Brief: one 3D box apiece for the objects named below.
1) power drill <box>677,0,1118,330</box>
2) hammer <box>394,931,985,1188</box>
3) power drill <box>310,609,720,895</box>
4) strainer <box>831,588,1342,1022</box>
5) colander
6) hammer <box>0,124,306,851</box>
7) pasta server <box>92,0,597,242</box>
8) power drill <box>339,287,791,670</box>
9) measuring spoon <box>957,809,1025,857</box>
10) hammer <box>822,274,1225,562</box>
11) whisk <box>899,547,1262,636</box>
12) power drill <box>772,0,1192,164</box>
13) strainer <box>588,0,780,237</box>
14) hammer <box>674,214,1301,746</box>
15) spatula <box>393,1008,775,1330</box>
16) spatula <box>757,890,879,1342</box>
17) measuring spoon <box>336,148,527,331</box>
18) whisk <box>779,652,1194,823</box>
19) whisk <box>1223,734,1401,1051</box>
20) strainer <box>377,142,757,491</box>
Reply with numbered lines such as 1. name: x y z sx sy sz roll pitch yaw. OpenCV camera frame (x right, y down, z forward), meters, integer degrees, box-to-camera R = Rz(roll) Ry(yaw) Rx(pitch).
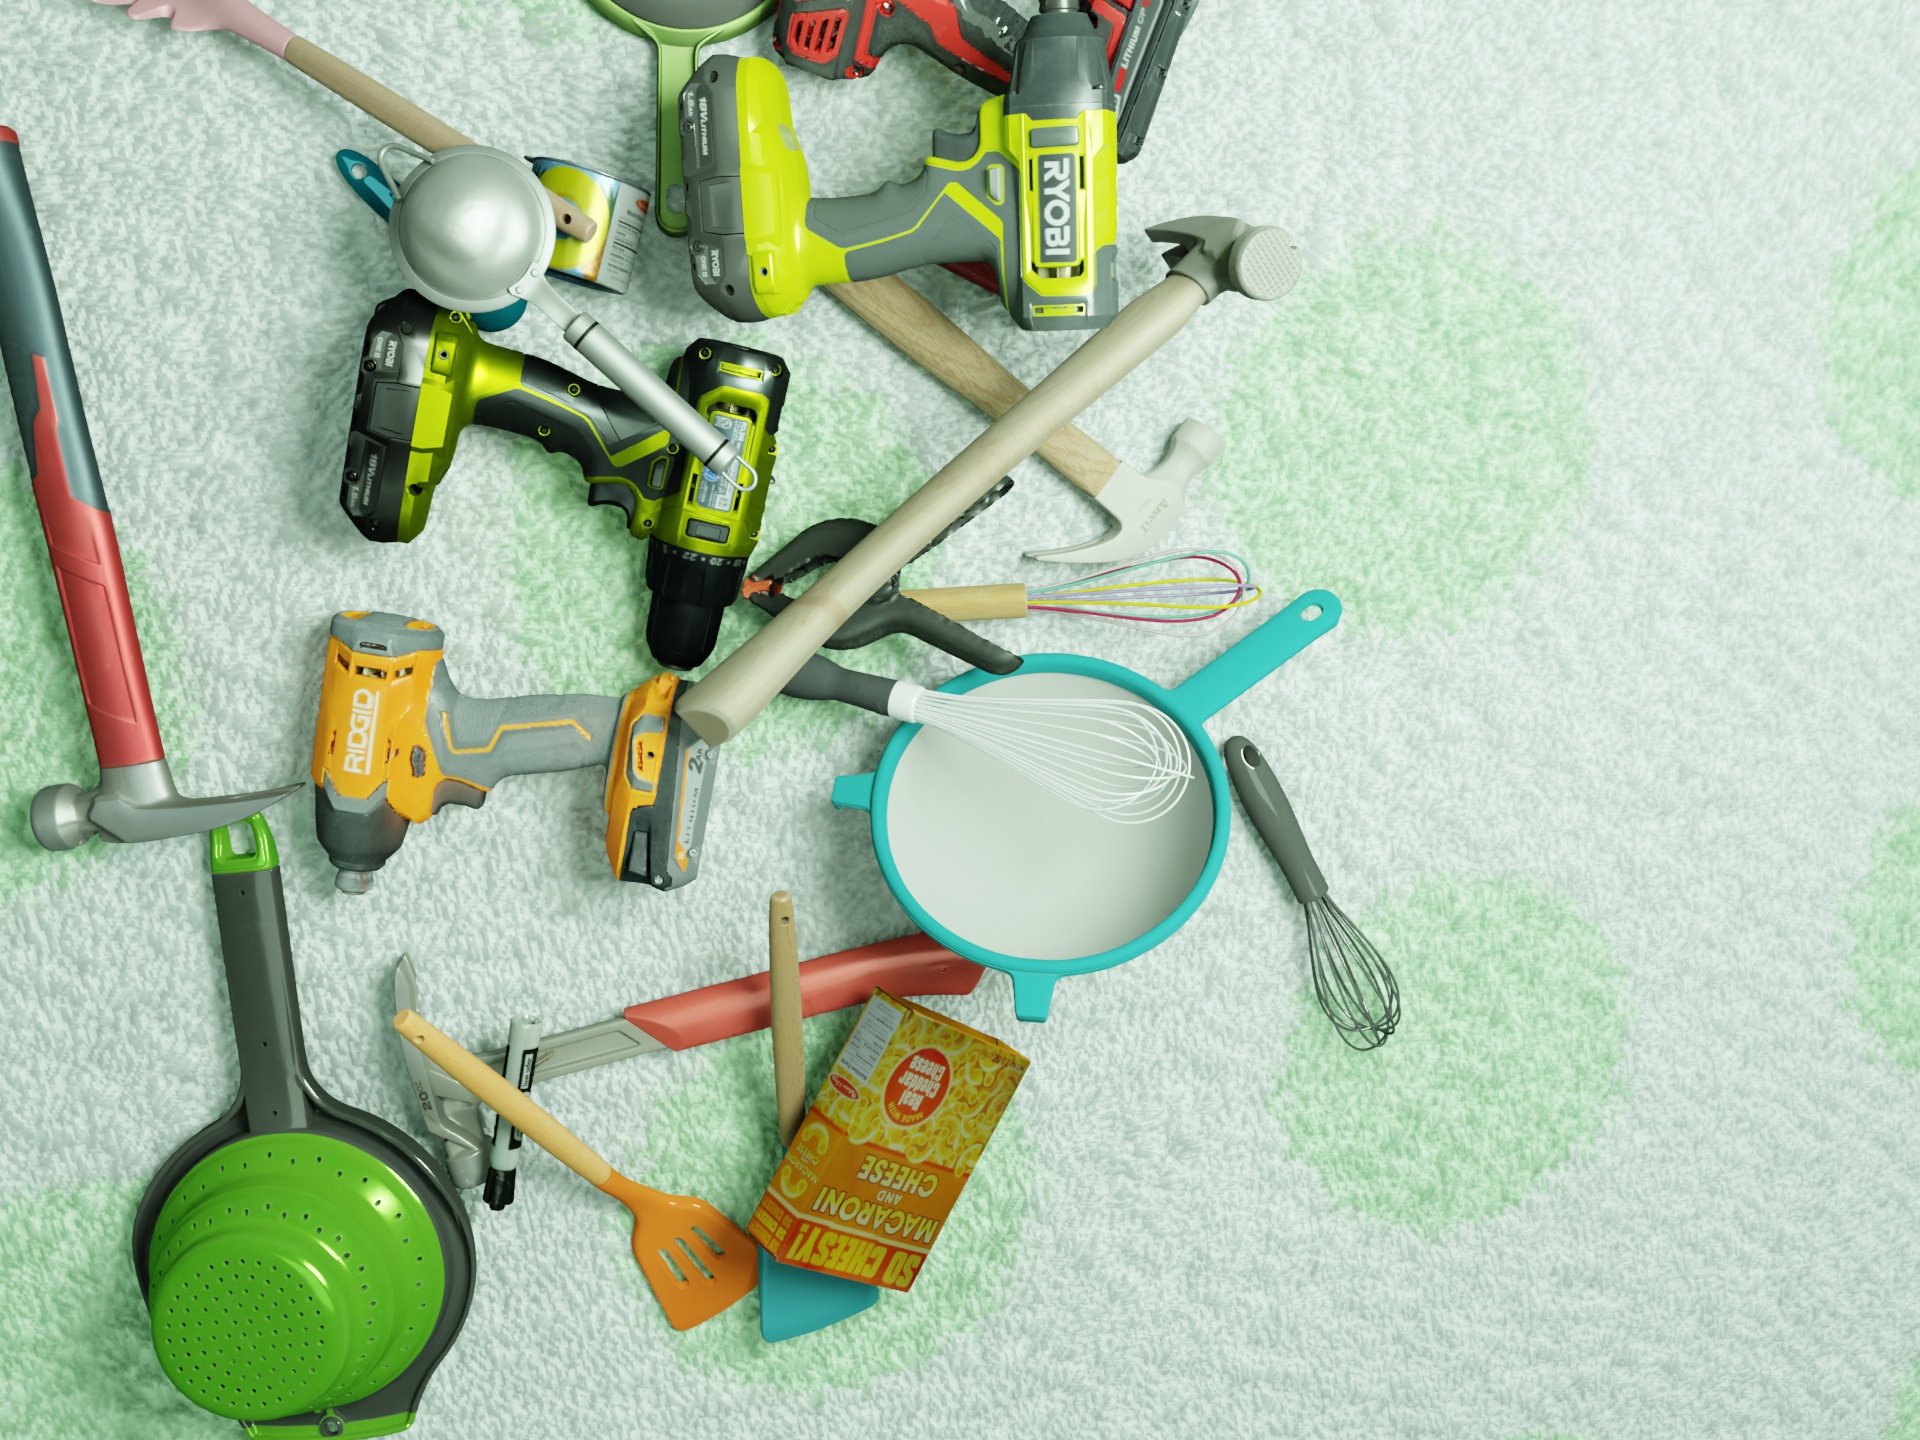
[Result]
1. power drill: -0.029 -0.293 0.843 0.223 0.080 0.171 1 106 10
2. hammer: -0.159 0.174 0.990 0.359 0.037 0.149 -14 102 -8
3. power drill: -0.259 0.035 0.925 0.226 0.084 0.164 10 98 -9
4. strainer: 0.104 0.035 0.983 0.340 0.095 0.211 -35 63 -17
5. colander: -0.403 0.252 0.914 0.204 0.094 0.397 -5 97 0
6. hammer: -0.470 -0.124 0.868 0.143 0.038 0.386 -8 100 -1
7. pasta server: -0.331 -0.339 0.834 0.316 0.040 0.060 32 106 -1
8. power drill: -0.223 -0.136 0.903 0.228 0.080 0.190 11 105 -15
9. measuring spoon: 0.046 0.098 1.026 0.124 0.018 0.034 39 91 -14
10. hammer: -0.001 -0.213 0.956 0.331 0.031 0.130 36 91 -14
11. whisk: 0.062 -0.075 0.970 0.245 0.047 0.051 -3 142 0
12. power drill: 0.014 -0.401 0.865 0.219 0.079 0.143 19 125 0
13. strainer: -0.154 -0.401 0.872 0.151 0.069 0.256 1 98 -11
14. hammer: 0.001 -0.137 0.890 0.410 0.146 0.038 -42 116 -2
15. spatula: -0.228 0.269 0.957 0.081 0.041 0.322 -35 128 1
16. spatula: -0.099 0.246 0.985 0.082 0.044 0.317 -12 119 -22
17. measuring spoon: -0.298 -0.271 0.891 0.128 0.021 0.042 43 90 -17
18. whisk: -0.002 -0.003 0.926 0.285 0.070 0.070 15 98 17
19. whisk: 0.230 0.115 1.053 0.055 0.055 0.239 -29 100 -5
20. strainer: -0.204 -0.211 0.832 0.258 0.050 0.087 42 91 -12
